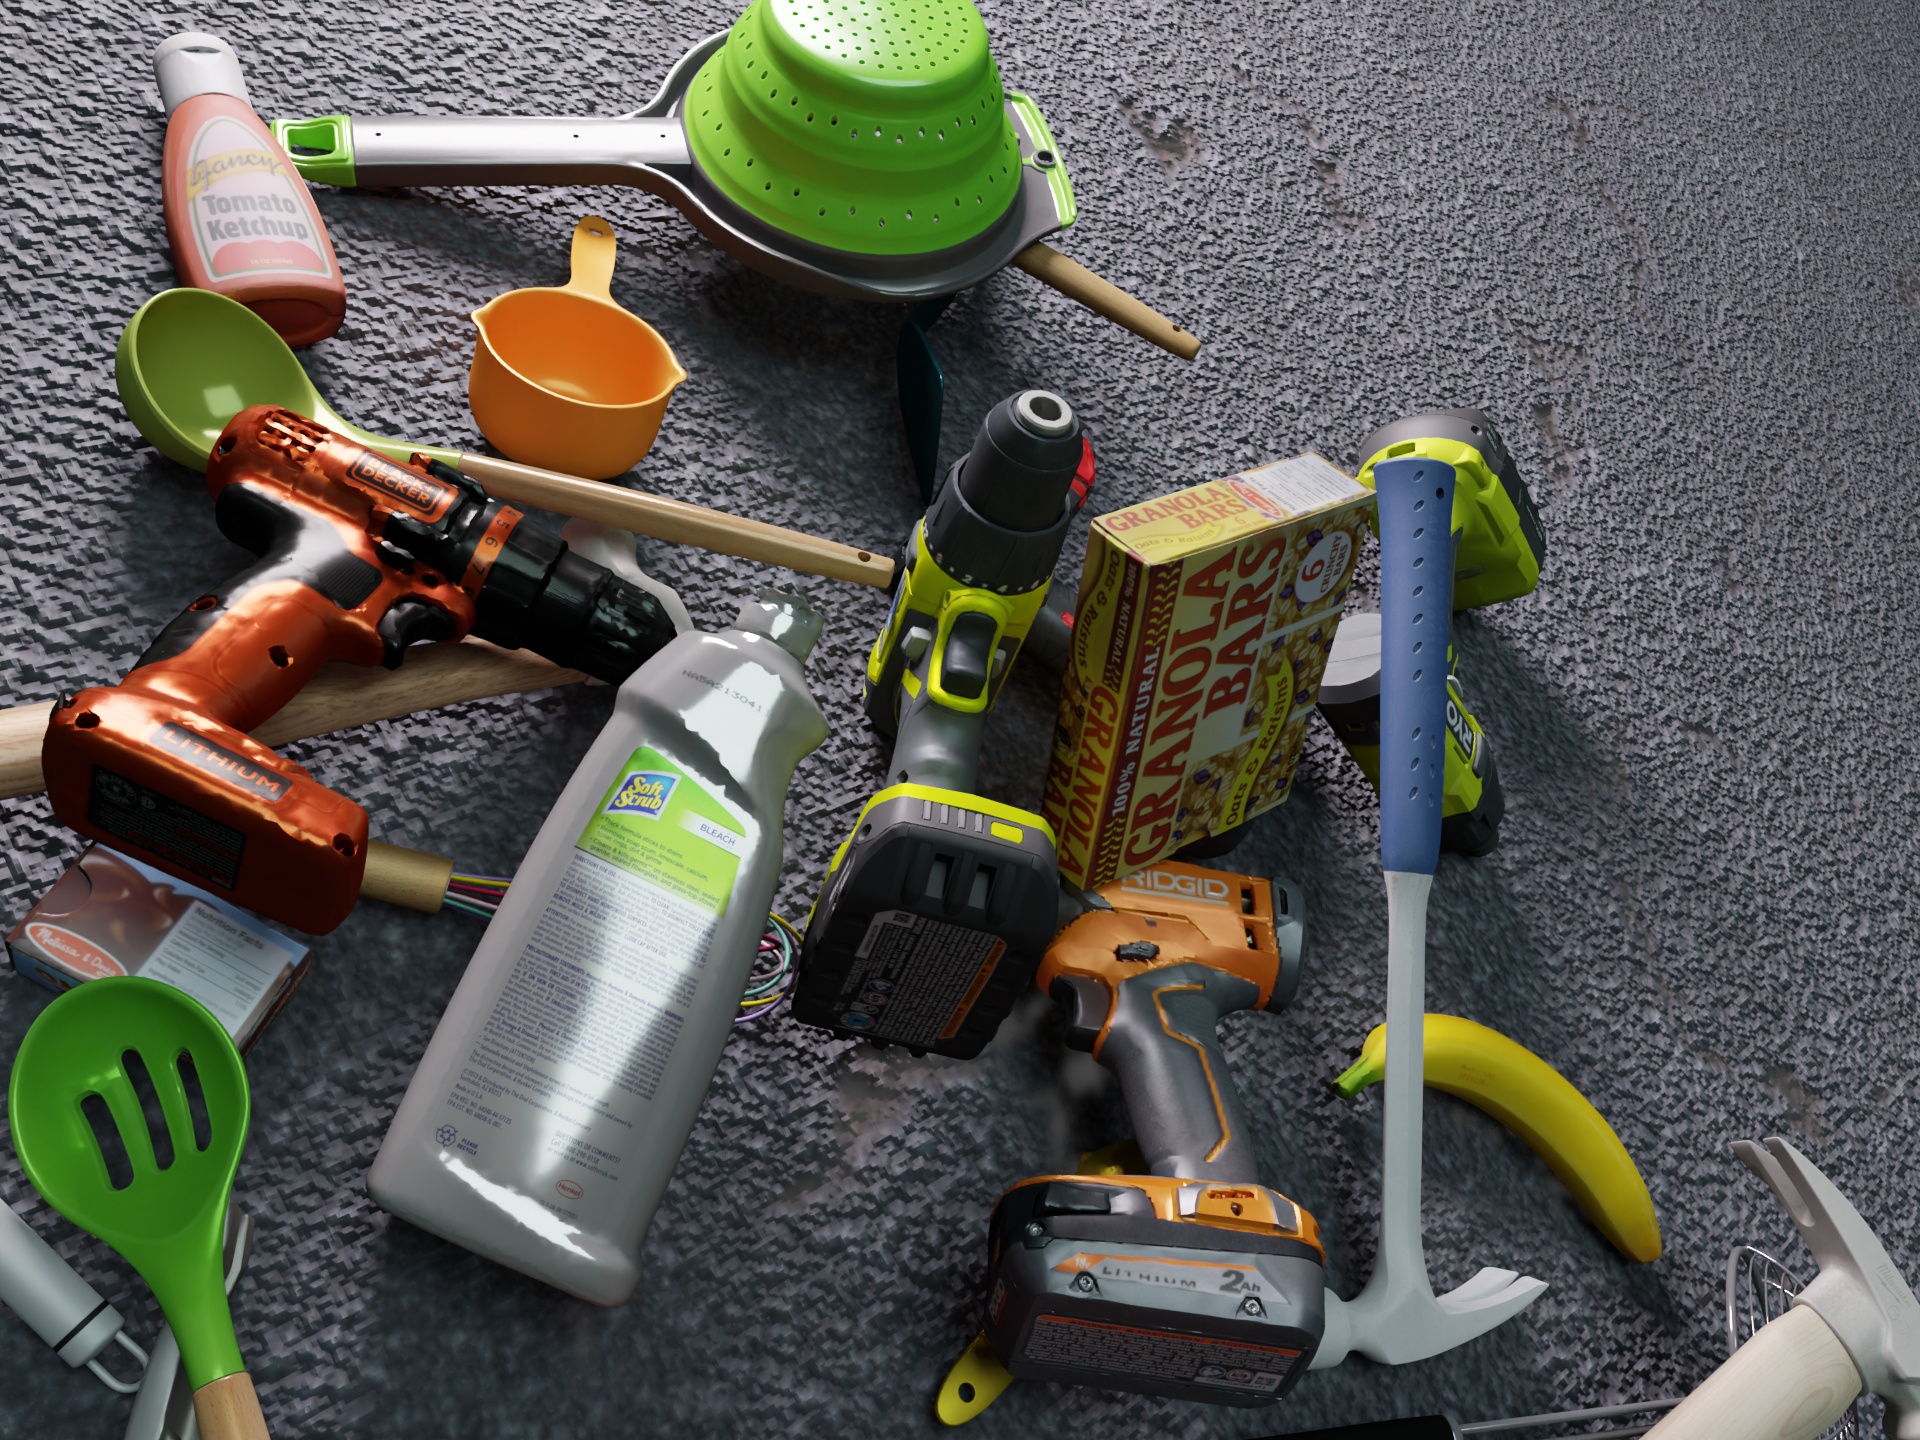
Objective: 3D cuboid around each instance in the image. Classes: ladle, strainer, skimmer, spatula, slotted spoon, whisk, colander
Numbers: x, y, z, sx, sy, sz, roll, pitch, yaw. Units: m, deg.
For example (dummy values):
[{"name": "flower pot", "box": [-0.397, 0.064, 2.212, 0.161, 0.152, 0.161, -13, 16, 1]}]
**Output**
[{"name": "ladle", "box": [-0.008, -0.274, 0.854, 0.315, 0.031, 0.069, 33, 44, 10]}, {"name": "strainer", "box": [-0.344, 0.116, 0.489, 0.087, 0.050, 0.258, -44, 95, -10]}, {"name": "ladle", "box": [-0.181, -0.106, 0.661, 0.320, 0.062, 0.078, 13, 52, -8]}, {"name": "skimmer", "box": [0.255, 0.313, 0.712, 0.363, 0.090, 0.127, 1, 76, -17]}, {"name": "spatula", "box": [0.006, -0.249, 0.889, 0.044, 0.082, 0.318, 14, 49, 5]}, {"name": "slotted spoon", "box": [-0.210, 0.218, 0.461, 0.070, 0.031, 0.314, -23, 68, -12]}, {"name": "whisk", "box": [-0.174, 0.066, 0.610, 0.245, 0.047, 0.051, 17, 57, -16]}, {"name": "colander", "box": [-0.125, -0.306, 0.771, 0.397, 0.094, 0.205, -6, 60, -18]}]

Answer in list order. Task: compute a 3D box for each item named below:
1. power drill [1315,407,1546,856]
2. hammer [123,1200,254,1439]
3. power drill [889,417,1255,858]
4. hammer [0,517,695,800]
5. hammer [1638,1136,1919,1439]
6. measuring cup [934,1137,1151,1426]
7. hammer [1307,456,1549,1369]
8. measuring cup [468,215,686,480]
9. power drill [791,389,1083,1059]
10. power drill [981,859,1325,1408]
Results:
[{"name": "power drill", "box": [0.264, -0.048, 0.880, 0.171, 0.080, 0.223, 47, 47, -34]}, {"name": "hammer", "box": [-0.075, 0.244, 0.502, 0.359, 0.036, 0.149, 6, 60, -5]}, {"name": "power drill", "box": [0.083, -0.048, 0.799, 0.219, 0.078, 0.143, 43, 52, -5]}, {"name": "hammer", "box": [-0.246, -0.006, 0.594, 0.331, 0.031, 0.130, -15, 62, -38]}, {"name": "hammer", "box": [0.237, 0.325, 0.632, 0.410, 0.038, 0.146, -25, 78, -23]}, {"name": "measuring cup", "box": [0.047, 0.227, 0.645, 0.156, 0.029, 0.062, -34, 82, -41]}, {"name": "hammer", "box": [0.209, 0.082, 0.731, 0.144, 0.035, 0.405, 7, 82, -28]}, {"name": "measuring cup", "box": [-0.181, -0.177, 0.747, 0.095, 0.052, 0.174, 13, 40, -19]}, {"name": "power drill", "box": [-0.001, -0.002, 0.634, 0.080, 0.190, 0.229, 15, 50, -9]}, {"name": "power drill", "box": [0.062, 0.146, 0.648, 0.164, 0.084, 0.227, 9, 44, -3]}]
